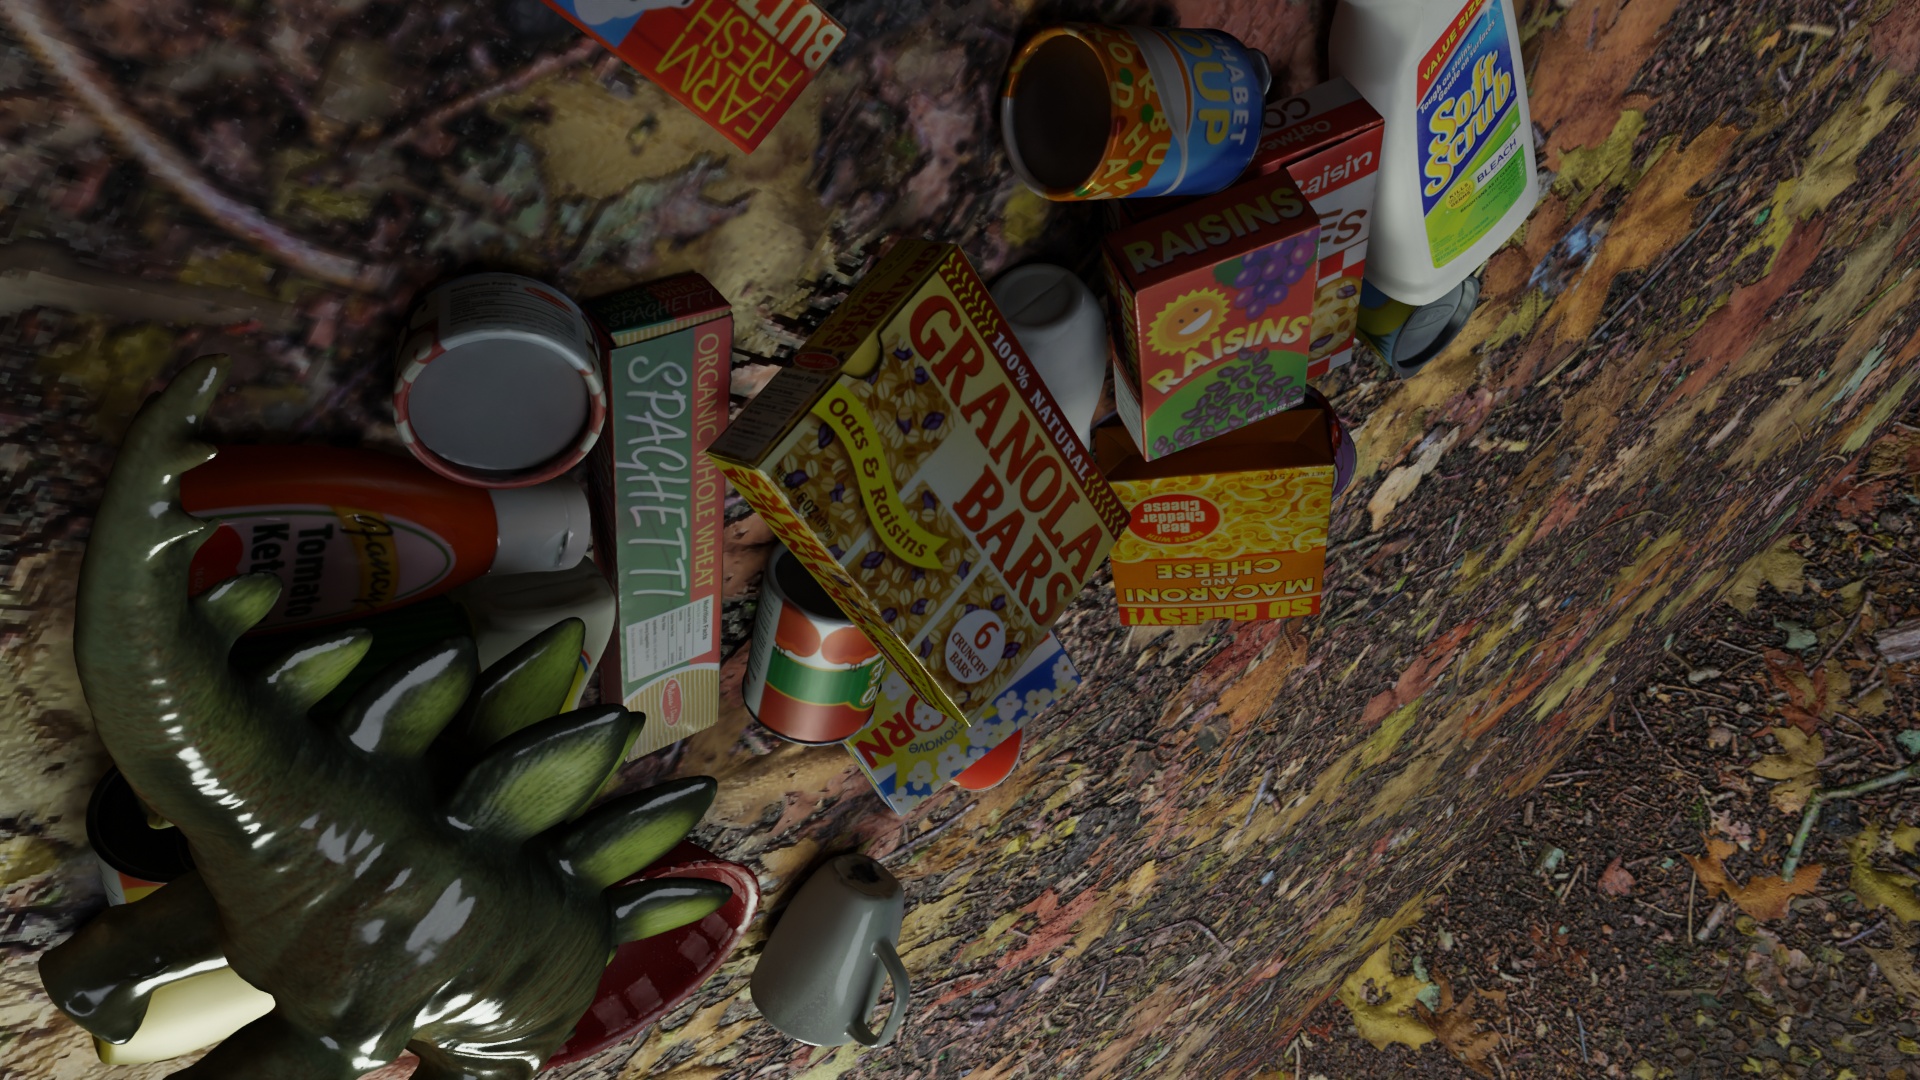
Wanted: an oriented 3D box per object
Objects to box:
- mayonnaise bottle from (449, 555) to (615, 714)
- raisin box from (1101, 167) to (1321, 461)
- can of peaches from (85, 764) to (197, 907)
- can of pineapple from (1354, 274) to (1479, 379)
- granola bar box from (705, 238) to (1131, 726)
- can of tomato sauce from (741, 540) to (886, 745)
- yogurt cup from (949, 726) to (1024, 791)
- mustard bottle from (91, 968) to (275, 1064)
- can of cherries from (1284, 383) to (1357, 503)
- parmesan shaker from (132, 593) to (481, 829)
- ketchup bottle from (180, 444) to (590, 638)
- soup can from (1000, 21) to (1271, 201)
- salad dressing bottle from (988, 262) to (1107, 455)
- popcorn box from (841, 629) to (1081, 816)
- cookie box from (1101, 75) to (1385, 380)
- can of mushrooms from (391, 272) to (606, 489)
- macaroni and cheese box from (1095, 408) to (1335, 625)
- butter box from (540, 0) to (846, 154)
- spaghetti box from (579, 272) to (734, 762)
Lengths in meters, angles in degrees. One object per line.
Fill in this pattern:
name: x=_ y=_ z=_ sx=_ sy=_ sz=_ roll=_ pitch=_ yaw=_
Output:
mayonnaise bottle: x=-0.188 y=0.073 z=0.580 sx=0.065 sy=0.041 sz=0.147 roll=-12 pitch=137 yaw=-40
raisin box: x=0.112 y=-0.098 z=0.623 sx=0.086 sy=0.040 sz=0.123 roll=-20 pitch=148 yaw=-3
can of peaches: x=-0.274 y=0.112 z=0.507 sx=0.071 sy=0.071 sz=0.057 roll=-17 pitch=142 yaw=-35
can of pineapple: x=0.250 y=-0.137 z=0.795 sx=0.071 sy=0.058 sz=0.070 roll=-28 pitch=146 yaw=-21
granola bar box: x=-0.008 y=-0.021 z=0.576 sx=0.124 sy=0.039 sz=0.165 roll=-51 pitch=128 yaw=-19
can of tomato sauce: x=-0.064 y=0.045 z=0.660 sx=0.071 sy=0.071 sz=0.082 roll=-18 pitch=141 yaw=-35
yogurt cup: x=-0.004 y=0.111 z=0.814 sx=0.054 sy=0.072 sz=0.072 roll=18 pitch=116 yaw=-46
mustard bottle: x=-0.278 y=0.166 z=0.588 sx=0.161 sy=0.049 sz=0.065 roll=-12 pitch=138 yaw=-41
can of cherries: x=0.198 y=-0.053 z=0.828 sx=0.071 sy=0.072 sz=0.058 roll=-46 pitch=149 yaw=6
parmesan shaker: x=-0.230 y=0.054 z=0.487 sx=0.103 sy=0.071 sz=0.071 roll=-8 pitch=135 yaw=-42
ketchup bottle: x=-0.201 y=-0.002 z=0.472 sx=0.149 sy=0.043 sz=0.064 roll=-6 pitch=129 yaw=-45
soup can: x=0.069 y=-0.169 z=0.542 sx=0.084 sy=0.071 sz=0.071 roll=-13 pitch=139 yaw=-38
salad dressing bottle: x=0.042 y=-0.067 z=0.665 sx=0.064 sy=0.044 sz=0.147 roll=-39 pitch=151 yaw=-16
popcorn box: x=-0.009 y=0.075 z=0.747 sx=0.127 sy=0.038 sz=0.085 roll=-36 pitch=110 yaw=-10
cookie box: x=0.134 y=-0.127 z=0.671 sx=0.123 sy=0.040 sz=0.166 roll=-24 pitch=147 yaw=-6
can of mushrooms: x=-0.152 y=-0.050 z=0.457 sx=0.071 sy=0.033 sz=0.070 roll=-11 pitch=134 yaw=-12
macaroni and cheese box: x=0.146 y=-0.007 z=0.797 sx=0.124 sy=0.040 sz=0.165 roll=-4 pitch=148 yaw=9
butter box: x=-0.084 y=-0.164 z=0.420 sx=0.053 sy=0.024 sz=0.103 roll=-49 pitch=148 yaw=10
spaghetti box: x=-0.125 y=0.001 z=0.575 sx=0.050 sy=0.029 sz=0.248 roll=-22 pitch=143 yaw=-29
